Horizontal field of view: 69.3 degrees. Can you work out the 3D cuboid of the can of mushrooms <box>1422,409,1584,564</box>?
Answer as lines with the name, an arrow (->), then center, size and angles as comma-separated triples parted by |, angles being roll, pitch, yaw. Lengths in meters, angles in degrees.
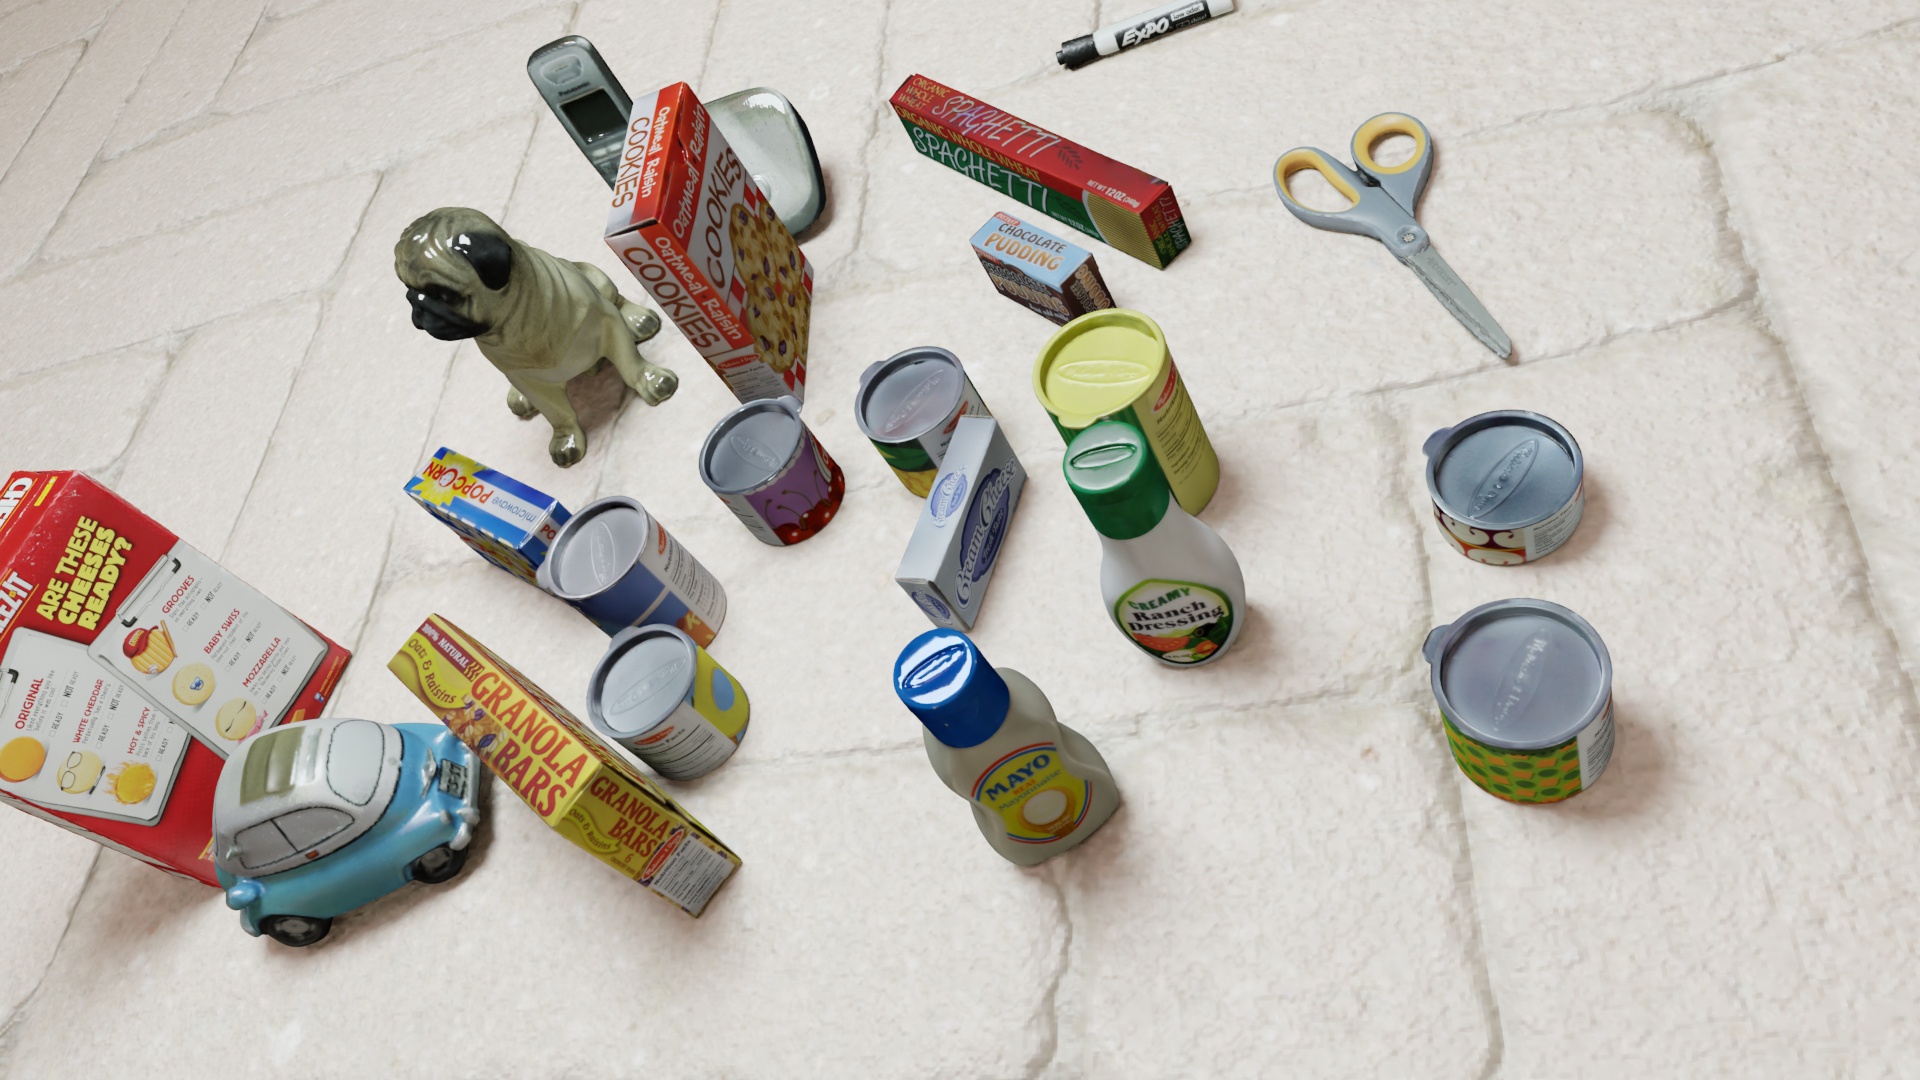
can of mushrooms -> 0.246, -0.025, 0.633 | 0.071, 0.033, 0.071 | -13, 52, 18

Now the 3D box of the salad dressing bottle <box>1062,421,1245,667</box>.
salad dressing bottle -> 0.085, 0.004, 0.618 | 0.064, 0.147, 0.044 | -12, 53, 20

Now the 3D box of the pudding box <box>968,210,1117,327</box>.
pudding box -> 0.048, -0.157, 0.816 | 0.030, 0.049, 0.084 | -46, 50, -9

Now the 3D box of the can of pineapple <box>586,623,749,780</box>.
can of pineapple -> -0.155, 0.085, 0.740 | 0.071, 0.057, 0.071 | -13, 53, 18

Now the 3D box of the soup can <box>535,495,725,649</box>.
soup can -> -0.183, 0.026, 0.779 | 0.071, 0.083, 0.072 | -13, 53, 18

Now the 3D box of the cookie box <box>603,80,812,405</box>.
cookie box -> -0.146, -0.175, 0.849 | 0.040, 0.167, 0.123 | -14, 52, 18

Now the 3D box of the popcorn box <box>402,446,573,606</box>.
popcorn box -> -0.266, -0.004, 0.841 | 0.127, 0.085, 0.038 | 21, 69, 36

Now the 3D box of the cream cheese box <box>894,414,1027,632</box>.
cream cheese box -> 0.003, -0.009, 0.731 | 0.024, 0.053, 0.104 | 5, 60, 30

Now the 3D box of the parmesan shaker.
parmesan shaker -> 0.083, -0.055, 0.690 | 0.071, 0.102, 0.071 | -13, 53, 18

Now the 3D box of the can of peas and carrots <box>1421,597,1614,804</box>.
can of peas and carrots -> 0.226, 0.065, 0.562 | 0.071, 0.058, 0.071 | -13, 53, 18

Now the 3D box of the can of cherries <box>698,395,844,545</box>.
can of cherries -> -0.106, -0.040, 0.804 | 0.071, 0.058, 0.072 | -13, 53, 18

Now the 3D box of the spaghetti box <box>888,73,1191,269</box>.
spaghetti box -> 0.043, -0.237, 0.875 | 0.029, 0.050, 0.251 | -45, 50, -8

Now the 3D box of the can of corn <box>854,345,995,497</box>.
can of corn -> -0.019, -0.067, 0.779 | 0.071, 0.058, 0.071 | -13, 53, 18

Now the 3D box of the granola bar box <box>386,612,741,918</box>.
granola bar box -> -0.199, 0.111, 0.699 | 0.166, 0.123, 0.039 | 28, 73, 38

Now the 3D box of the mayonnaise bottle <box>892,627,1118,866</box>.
mayonnaise bottle -> 0.017, 0.088, 0.591 | 0.065, 0.147, 0.041 | -34, 49, 2
